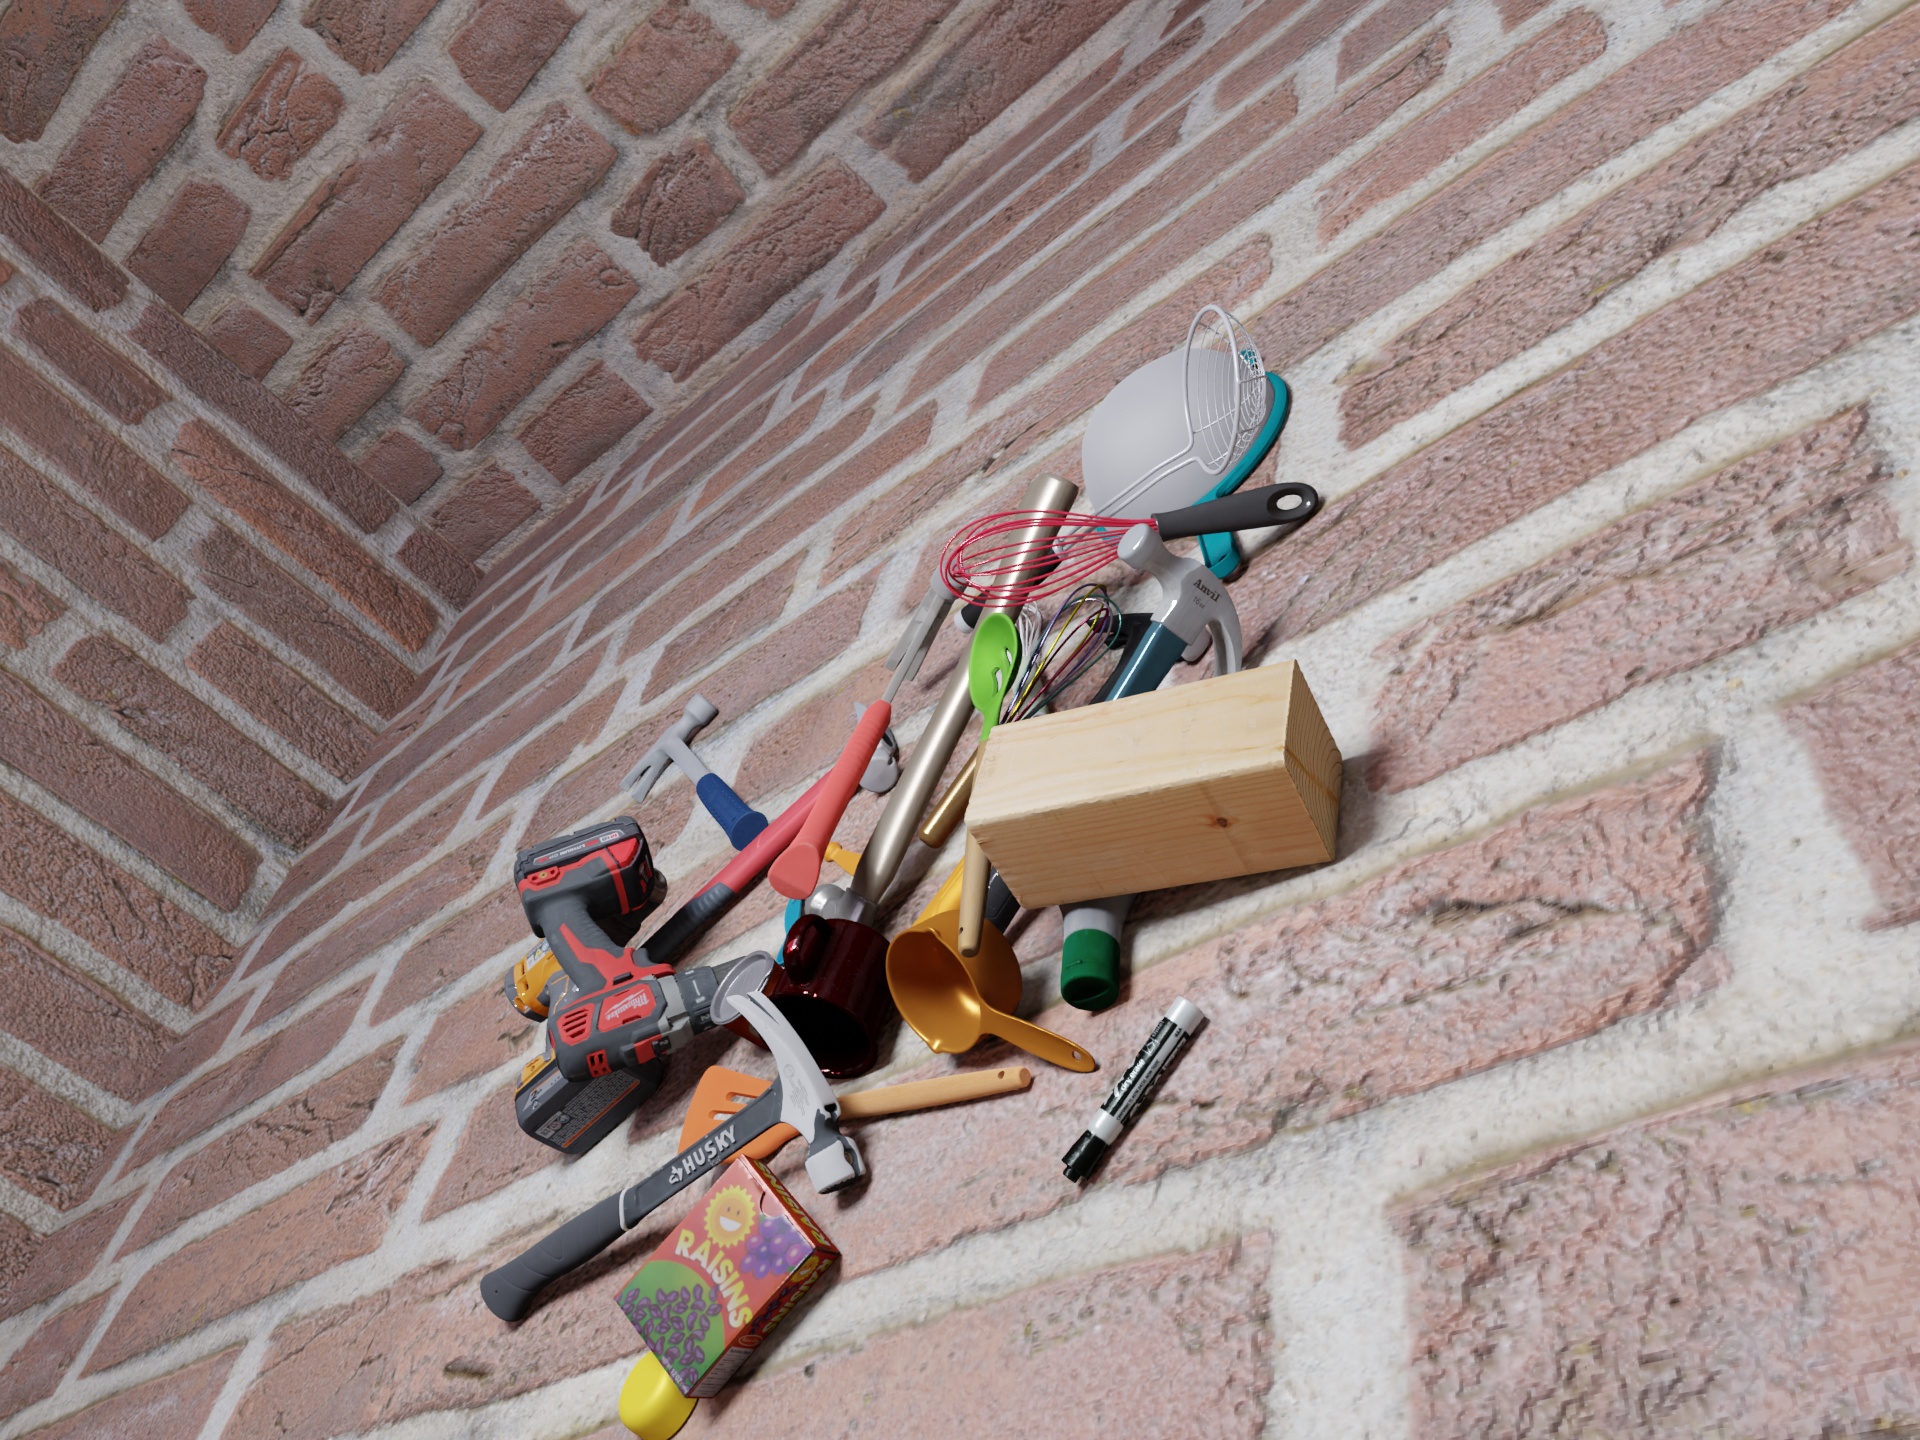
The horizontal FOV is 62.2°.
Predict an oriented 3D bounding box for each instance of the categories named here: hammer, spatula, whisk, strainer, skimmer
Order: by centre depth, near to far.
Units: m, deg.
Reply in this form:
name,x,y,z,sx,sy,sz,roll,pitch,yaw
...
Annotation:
name,x,y,z,sx,sy,sz,roll,pitch,yaw
spatula,-0.078,0.261,1.090,0.322,0.041,0.081,-22,42,42
hammer,0.083,0.034,1.109,0.331,0.128,0.033,-57,22,-1
hammer,-0.233,0.343,1.158,0.409,0.036,0.149,-39,67,30
hammer,0.054,0.050,1.192,0.337,0.034,0.127,-52,25,-18
whisk,0.129,-0.141,1.206,0.296,0.073,0.073,-12,26,-4
whisk,0.046,-0.004,1.210,0.245,0.051,0.047,-54,6,-12
hammer,-0.002,-0.004,1.252,0.410,0.038,0.146,-65,27,-2
skimmer,0.105,-0.186,1.287,0.363,0.090,0.127,-36,49,31
hammer,-0.079,0.016,1.318,0.149,0.036,0.359,-58,5,44
strainer,0.179,-0.226,1.354,0.211,0.095,0.341,-37,24,20
whisk,0.052,-0.048,1.358,0.247,0.057,0.059,-99,22,-57
hammer,-0.211,0.137,1.500,0.386,0.038,0.143,-42,23,9
hammer,-0.281,0.070,1.720,0.144,0.035,0.406,-49,24,-5

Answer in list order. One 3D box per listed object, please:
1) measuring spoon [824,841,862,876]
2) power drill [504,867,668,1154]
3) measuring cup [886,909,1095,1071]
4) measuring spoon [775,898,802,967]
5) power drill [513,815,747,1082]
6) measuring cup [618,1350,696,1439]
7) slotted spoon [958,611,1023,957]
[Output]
name,x,y,z,sx,sy,sz,roll,pitch,yaw
measuring spoon,-0.095,0.120,1.368,0.021,0.011,0.117,-52,25,-11
power drill,-0.323,0.247,1.419,0.185,0.084,0.226,-42,35,11
measuring cup,0.030,0.179,1.022,0.174,0.095,0.052,18,30,38
measuring spoon,-0.135,0.177,1.350,0.042,0.021,0.129,-48,15,8
power drill,-0.270,0.186,1.341,0.188,0.080,0.227,-19,46,-16
measuring cup,-0.210,0.418,1.073,0.062,0.029,0.157,-45,26,3
slotted spoon,0.018,0.038,1.104,0.070,0.031,0.314,-53,21,39
